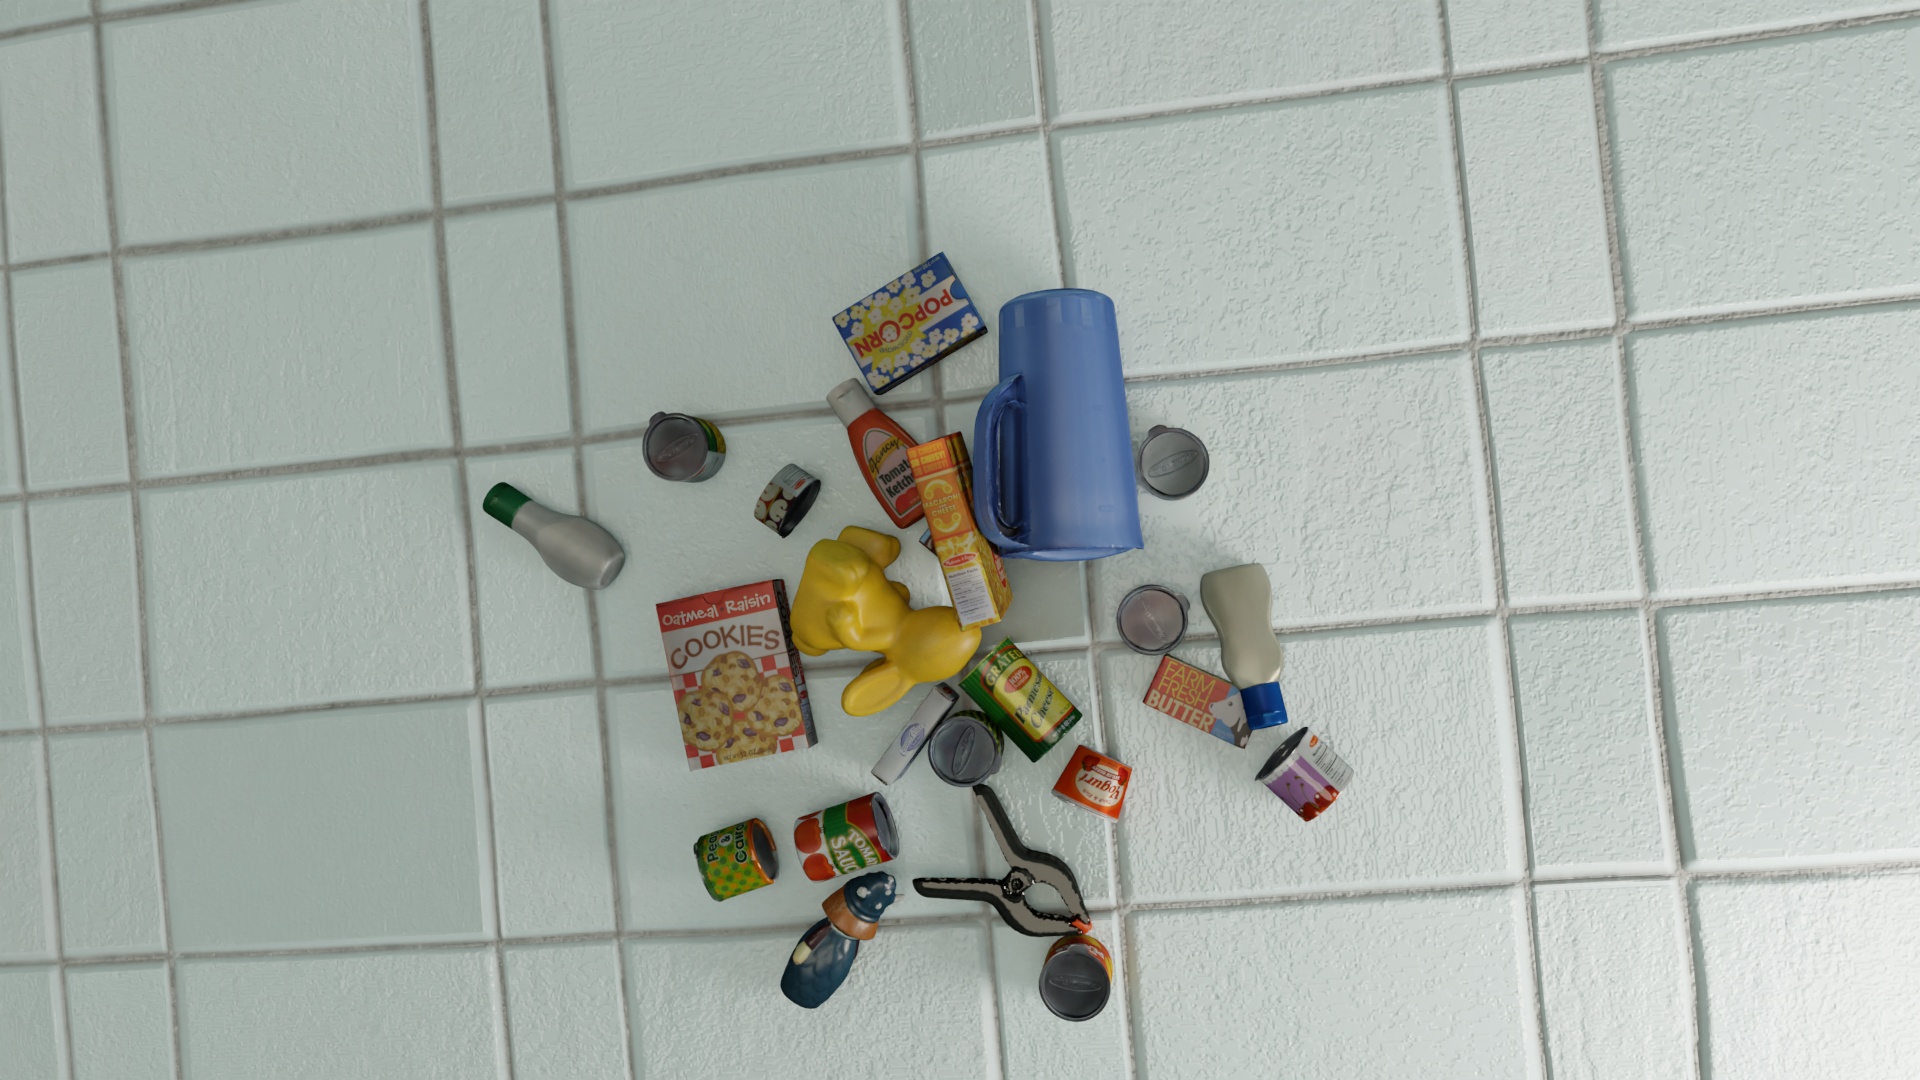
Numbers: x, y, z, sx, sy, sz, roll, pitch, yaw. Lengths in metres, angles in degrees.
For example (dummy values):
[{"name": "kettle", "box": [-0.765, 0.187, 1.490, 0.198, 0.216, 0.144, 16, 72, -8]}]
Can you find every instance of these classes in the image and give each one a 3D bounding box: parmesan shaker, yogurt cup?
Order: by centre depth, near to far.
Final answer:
[{"name": "yogurt cup", "box": [0.125, 0.225, 1.295, 0.072, 0.072, 0.054, 23, 85, 8]}, {"name": "parmesan shaker", "box": [0.058, 0.148, 1.305, 0.071, 0.071, 0.103, -45, 84, 6]}]

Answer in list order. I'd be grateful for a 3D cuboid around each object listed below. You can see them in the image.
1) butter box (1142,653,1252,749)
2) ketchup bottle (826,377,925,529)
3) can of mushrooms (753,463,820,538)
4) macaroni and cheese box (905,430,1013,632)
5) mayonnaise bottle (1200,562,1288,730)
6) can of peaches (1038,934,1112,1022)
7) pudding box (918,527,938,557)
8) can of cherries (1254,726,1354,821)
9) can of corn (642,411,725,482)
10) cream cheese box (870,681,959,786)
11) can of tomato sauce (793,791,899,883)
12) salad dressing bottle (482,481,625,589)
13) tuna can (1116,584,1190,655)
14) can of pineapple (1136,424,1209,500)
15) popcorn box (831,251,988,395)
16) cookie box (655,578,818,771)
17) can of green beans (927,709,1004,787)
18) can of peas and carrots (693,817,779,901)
[{"name": "butter box", "box": [0.228, 0.150, 1.300, 0.103, 0.024, 0.053, 23, 92, 8]}, {"name": "ketchup bottle", "box": [-0.074, -0.087, 1.337, 0.065, 0.043, 0.149, -35, 84, 1]}, {"name": "can of mushrooms", "box": [-0.168, -0.038, 1.340, 0.033, 0.071, 0.071, 34, 94, 7]}, {"name": "macaroni and cheese box", "box": [0.000, -0.011, 1.250, 0.040, 0.124, 0.166, -17, 94, 9]}, {"name": "mayonnaise bottle", "box": [0.265, 0.098, 1.273, 0.065, 0.041, 0.148, -12, 76, 4]}, {"name": "can of peaches", "box": [0.109, 0.405, 1.298, 0.071, 0.058, 0.071, 0, 89, 9]}, {"name": "pudding box", "box": [0.005, -0.017, 1.332, 0.050, 0.030, 0.083, 39, 95, 6]}, {"name": "can of cherries", "box": [0.314, 0.215, 1.268, 0.058, 0.071, 0.071, 43, 95, 5]}, {"name": "can of corn", "box": [-0.271, -0.092, 1.358, 0.071, 0.058, 0.071, 0, 90, 9]}, {"name": "cream cheese box", "box": [-0.042, 0.184, 1.324, 0.024, 0.053, 0.103, 37, 95, 9]}, {"name": "can of tomato sauce", "box": [-0.109, 0.285, 1.325, 0.083, 0.071, 0.071, -19, 87, 8]}, {"name": "salad dressing bottle", "box": [-0.407, -0.007, 1.385, 0.148, 0.044, 0.064, 32, 96, 8]}, {"name": "tuna can", "box": [0.182, 0.073, 1.303, 0.071, 0.033, 0.071, 0, 90, 8]}, {"name": "can of pineapple", "box": [0.197, -0.072, 1.290, 0.071, 0.058, 0.071, 0, 89, 8]}, {"name": "popcorn box", "box": [-0.048, -0.208, 1.337, 0.126, 0.038, 0.085, -30, 84, 7]}, {"name": "cookie box", "box": [-0.219, 0.130, 1.357, 0.123, 0.040, 0.167, -13, 88, 8]}, {"name": "can of green beans", "box": [0.006, 0.196, 1.315, 0.071, 0.058, 0.071, 0, 89, 8]}, {"name": "can of peas and carrots", "box": [-0.215, 0.306, 1.340, 0.059, 0.071, 0.071, -20, 87, 7]}]
